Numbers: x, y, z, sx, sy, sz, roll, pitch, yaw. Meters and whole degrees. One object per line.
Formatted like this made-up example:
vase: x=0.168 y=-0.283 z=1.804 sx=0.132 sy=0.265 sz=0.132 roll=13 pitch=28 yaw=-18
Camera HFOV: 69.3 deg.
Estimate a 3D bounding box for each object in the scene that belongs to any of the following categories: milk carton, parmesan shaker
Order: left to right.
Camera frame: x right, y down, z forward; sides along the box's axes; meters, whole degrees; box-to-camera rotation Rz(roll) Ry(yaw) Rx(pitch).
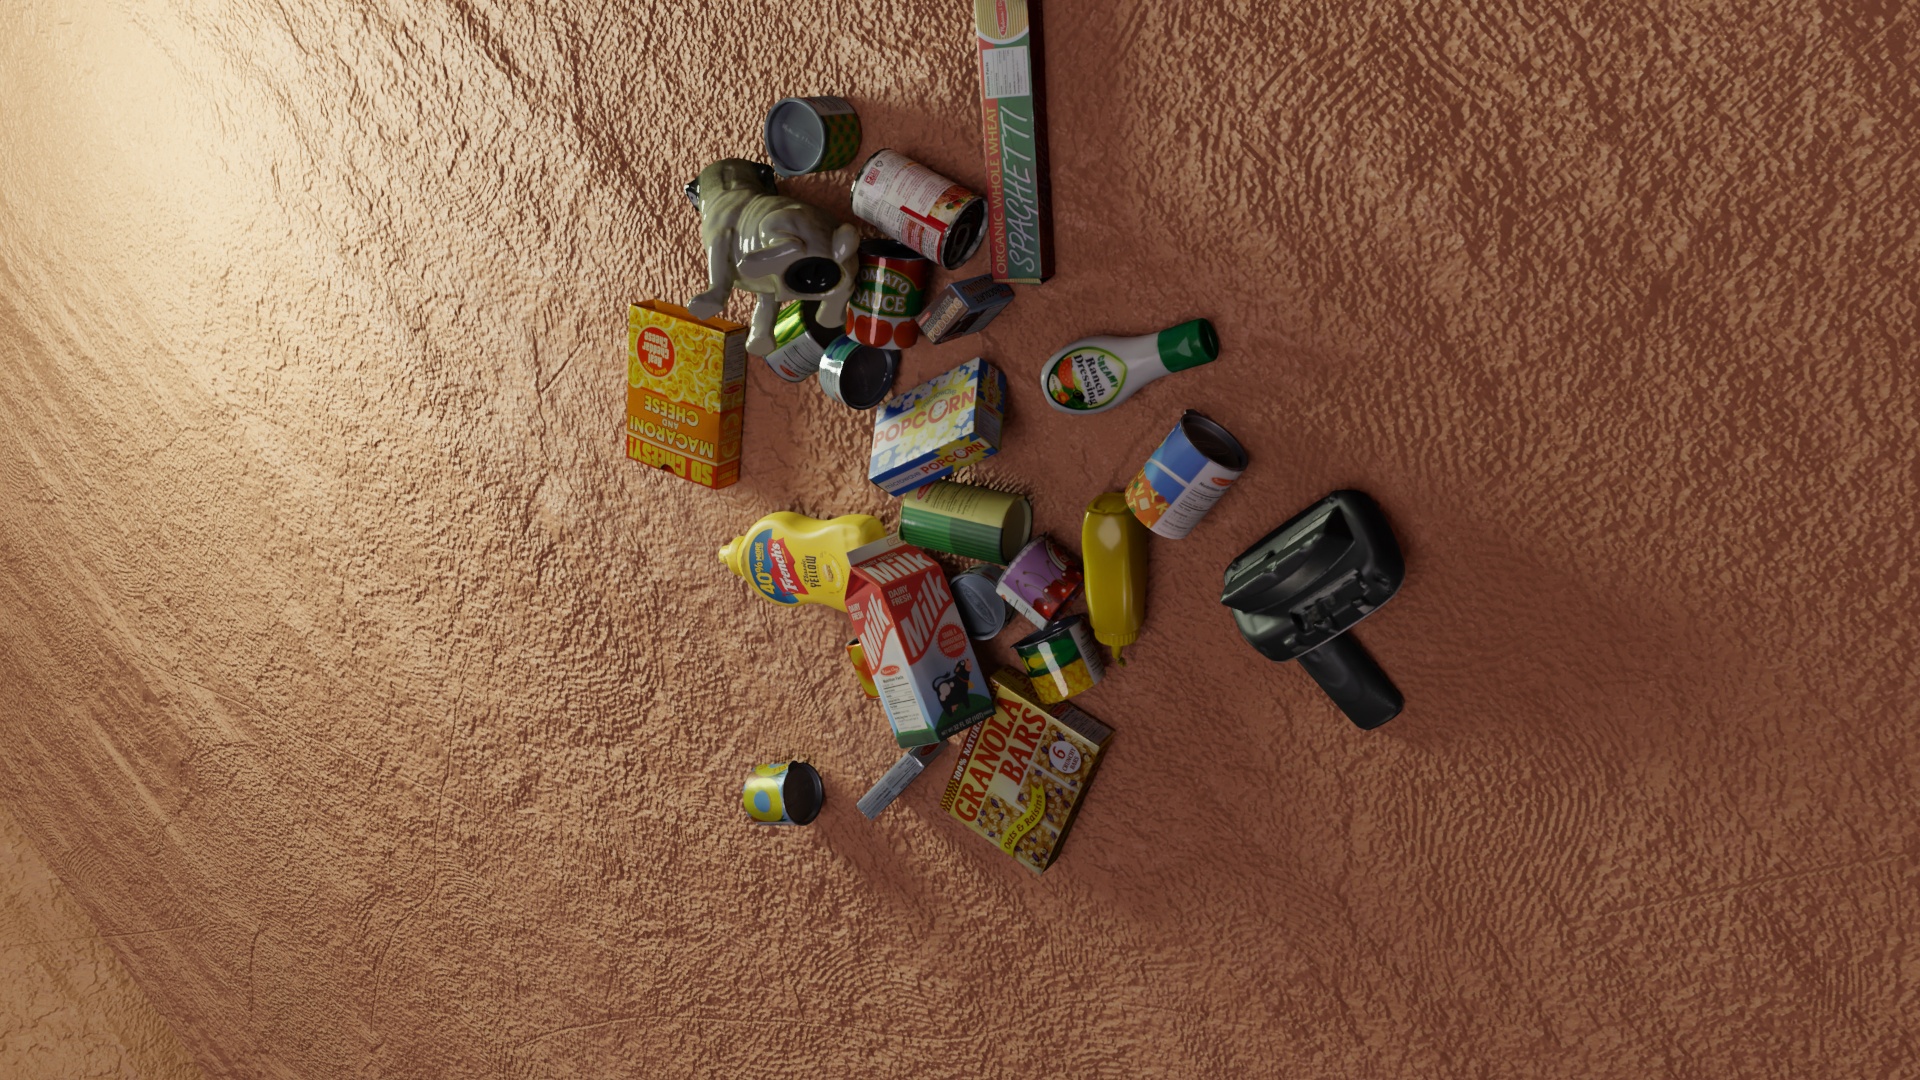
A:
milk carton: x=-0.045 y=0.089 z=1.288 sx=0.073 sy=0.072 sz=0.190 roll=-22 pitch=90 yaw=55
parmesan shaker: x=0.004 y=-0.016 z=1.257 sx=0.103 sy=0.071 sz=0.071 roll=13 pitch=113 yaw=26

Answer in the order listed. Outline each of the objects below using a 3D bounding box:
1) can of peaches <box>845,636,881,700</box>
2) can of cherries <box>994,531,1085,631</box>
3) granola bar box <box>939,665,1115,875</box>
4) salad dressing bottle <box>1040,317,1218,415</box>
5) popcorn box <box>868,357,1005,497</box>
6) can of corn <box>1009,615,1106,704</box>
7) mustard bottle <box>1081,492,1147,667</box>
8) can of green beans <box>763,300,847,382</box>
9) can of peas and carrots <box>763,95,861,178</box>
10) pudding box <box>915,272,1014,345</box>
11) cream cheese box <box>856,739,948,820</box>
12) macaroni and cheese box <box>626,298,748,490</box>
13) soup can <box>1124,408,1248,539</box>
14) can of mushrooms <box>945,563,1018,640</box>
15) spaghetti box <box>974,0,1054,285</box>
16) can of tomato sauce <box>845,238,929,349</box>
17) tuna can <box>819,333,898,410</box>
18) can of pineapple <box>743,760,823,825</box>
can of peaches: x=-0.070 y=0.115 z=1.351 sx=0.071 sy=0.071 sz=0.058 roll=-19 pitch=96 yaw=34
can of cherries: x=0.075 y=0.036 z=1.237 sx=0.058 sy=0.072 sz=0.071 roll=40 pitch=123 yaw=13
granola bar box: x=0.061 y=0.219 z=1.324 sx=0.124 sy=0.039 sz=0.164 roll=31 pitch=120 yaw=19
salad dressing bottle: x=0.139 y=-0.146 z=1.147 sx=0.147 sy=0.044 sz=0.064 roll=-15 pitch=100 yaw=34
popcorn box: x=-0.022 y=-0.100 z=1.235 sx=0.126 sy=0.085 sz=0.038 roll=-22 pitch=138 yaw=35
can of corn: x=0.088 y=0.108 z=1.252 sx=0.071 sy=0.071 sz=0.058 roll=-23 pitch=95 yaw=35
mustard bottle: x=0.134 y=0.040 z=1.204 sx=0.049 sy=0.065 sz=0.159 roll=7 pitch=114 yaw=24
can of green beans: x=-0.144 y=-0.188 z=1.289 sx=0.057 sy=0.071 sz=0.071 roll=-25 pitch=93 yaw=34
can of peas and carrots: x=-0.131 y=-0.356 z=1.226 sx=0.071 sy=0.059 sz=0.070 roll=11 pitch=113 yaw=28
pudding box: x=0.005 y=-0.198 z=1.184 sx=0.049 sy=0.084 sz=0.030 roll=-41 pitch=84 yaw=35
cream cheese box: x=-0.059 y=0.235 z=1.393 sx=0.024 sy=0.053 sz=0.103 roll=46 pitch=124 yaw=7
macaroni and cheese box: x=-0.279 y=-0.147 z=1.400 sx=0.124 sy=0.040 sz=0.165 roll=19 pitch=115 yaw=25
soup can: x=0.183 y=-0.054 z=1.141 sx=0.071 sy=0.071 sz=0.083 roll=44 pitch=124 yaw=11
can of mushrooms: x=0.018 y=0.058 z=1.297 sx=0.071 sy=0.033 sz=0.070 roll=11 pitch=112 yaw=27
spaghetti box: x=0.045 y=-0.338 z=1.145 sx=0.050 sy=0.029 sz=0.249 roll=6 pitch=109 yaw=29
can of tomato sauce: x=-0.065 y=-0.218 z=1.229 sx=0.071 sy=0.071 sz=0.082 roll=21 pitch=117 yaw=23
tuna can: x=-0.093 y=-0.156 z=1.267 sx=0.033 sy=0.071 sz=0.070 roll=27 pitch=120 yaw=40
can of pineapple: x=-0.189 y=0.268 z=1.476 sx=0.058 sy=0.071 sz=0.071 roll=-9 pitch=102 yaw=33
